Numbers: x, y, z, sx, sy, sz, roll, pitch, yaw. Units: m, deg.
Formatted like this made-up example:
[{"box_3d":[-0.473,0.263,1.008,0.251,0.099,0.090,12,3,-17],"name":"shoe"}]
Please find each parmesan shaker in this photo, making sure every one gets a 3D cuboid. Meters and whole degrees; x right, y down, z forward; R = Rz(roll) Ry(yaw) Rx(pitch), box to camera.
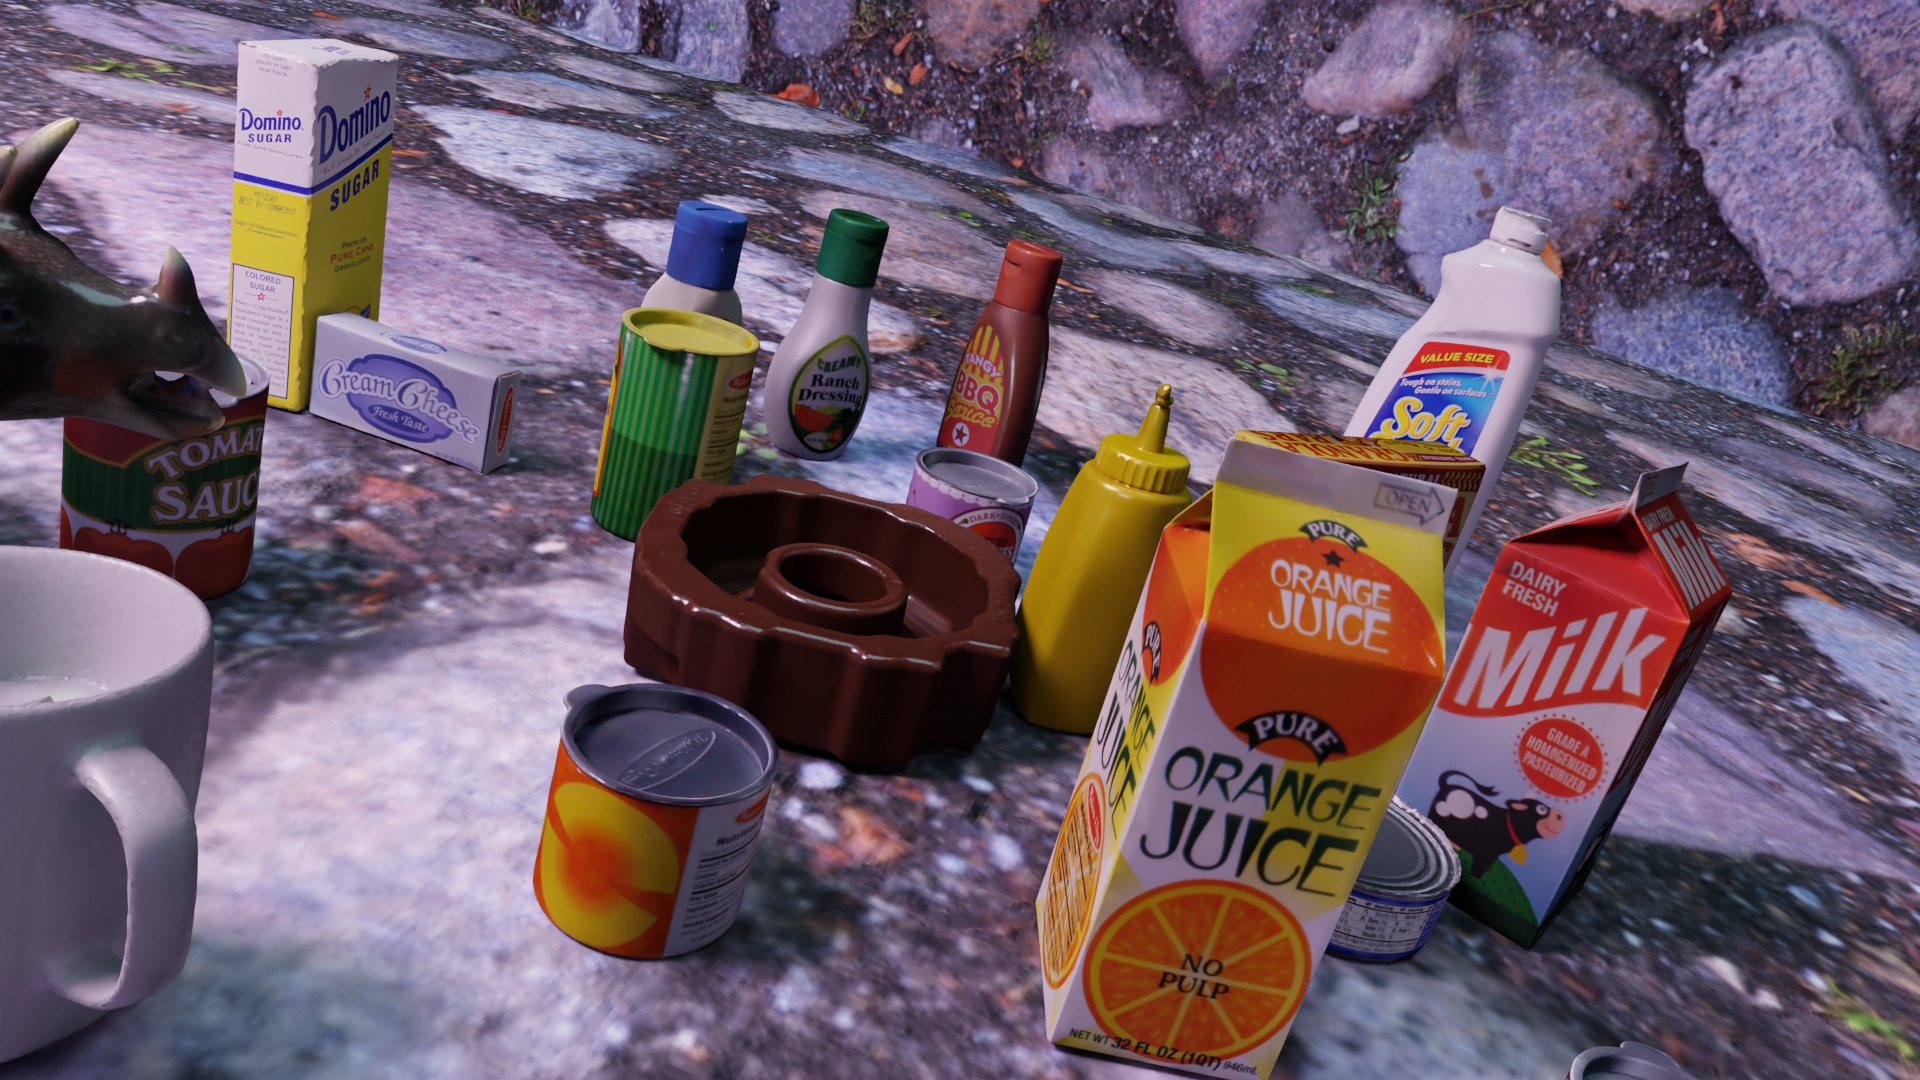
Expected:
[{"box_3d":[-0.143,-0.055,0.681,0.071,0.102,0.071,14,21,-5],"name":"parmesan shaker"}]

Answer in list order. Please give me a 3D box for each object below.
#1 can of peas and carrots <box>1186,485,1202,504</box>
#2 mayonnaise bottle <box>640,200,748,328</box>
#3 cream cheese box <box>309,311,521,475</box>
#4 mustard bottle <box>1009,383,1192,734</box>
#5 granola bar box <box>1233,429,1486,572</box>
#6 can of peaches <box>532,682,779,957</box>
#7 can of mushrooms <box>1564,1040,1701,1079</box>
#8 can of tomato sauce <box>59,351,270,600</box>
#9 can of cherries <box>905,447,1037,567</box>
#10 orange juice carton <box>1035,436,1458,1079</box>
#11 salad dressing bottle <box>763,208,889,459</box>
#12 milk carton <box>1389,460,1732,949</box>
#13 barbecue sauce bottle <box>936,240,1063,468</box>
[{"box_3d":[0.101,-0.003,0.786,0.071,0.058,0.071,14,21,-5],"name":"can of peas and carrots"},{"box_3d":[-0.145,-0.103,0.738,0.041,0.147,0.065,25,22,22],"name":"mayonnaise bottle"},{"box_3d":[-0.278,-0.075,0.705,0.104,0.053,0.024,19,21,8],"name":"cream cheese box"},{"box_3d":[0.067,0.006,0.601,0.065,0.159,0.049,9,22,-18],"name":"mustard bottle"},{"box_3d":[0.197,0.007,0.741,0.166,0.123,0.039,0,26,-36],"name":"granola bar box"},{"box_3d":[-0.096,0.085,0.430,0.071,0.057,0.071,14,21,-5],"name":"can of peaches"},{"box_3d":[0.213,0.189,0.424,0.071,0.033,0.071,14,21,-5],"name":"can of mushrooms"},{"box_3d":[-0.300,-0.026,0.526,0.071,0.082,0.071,14,21,-5],"name":"can of tomato sauce"},{"box_3d":[0.003,-0.009,0.733,0.071,0.058,0.072,14,21,-5],"name":"can of cherries"},{"box_3d":[0.084,0.064,0.425,0.072,0.191,0.073,14,21,-6],"name":"orange juice carton"},{"box_3d":[-0.078,-0.123,0.836,0.064,0.147,0.044,1,25,-34],"name":"salad dressing bottle"},{"box_3d":[0.243,0.057,0.557,0.073,0.189,0.072,30,25,32],"name":"milk carton"},{"box_3d":[0.029,-0.116,0.894,0.044,0.148,0.065,-3,28,-42],"name":"barbecue sauce bottle"}]
